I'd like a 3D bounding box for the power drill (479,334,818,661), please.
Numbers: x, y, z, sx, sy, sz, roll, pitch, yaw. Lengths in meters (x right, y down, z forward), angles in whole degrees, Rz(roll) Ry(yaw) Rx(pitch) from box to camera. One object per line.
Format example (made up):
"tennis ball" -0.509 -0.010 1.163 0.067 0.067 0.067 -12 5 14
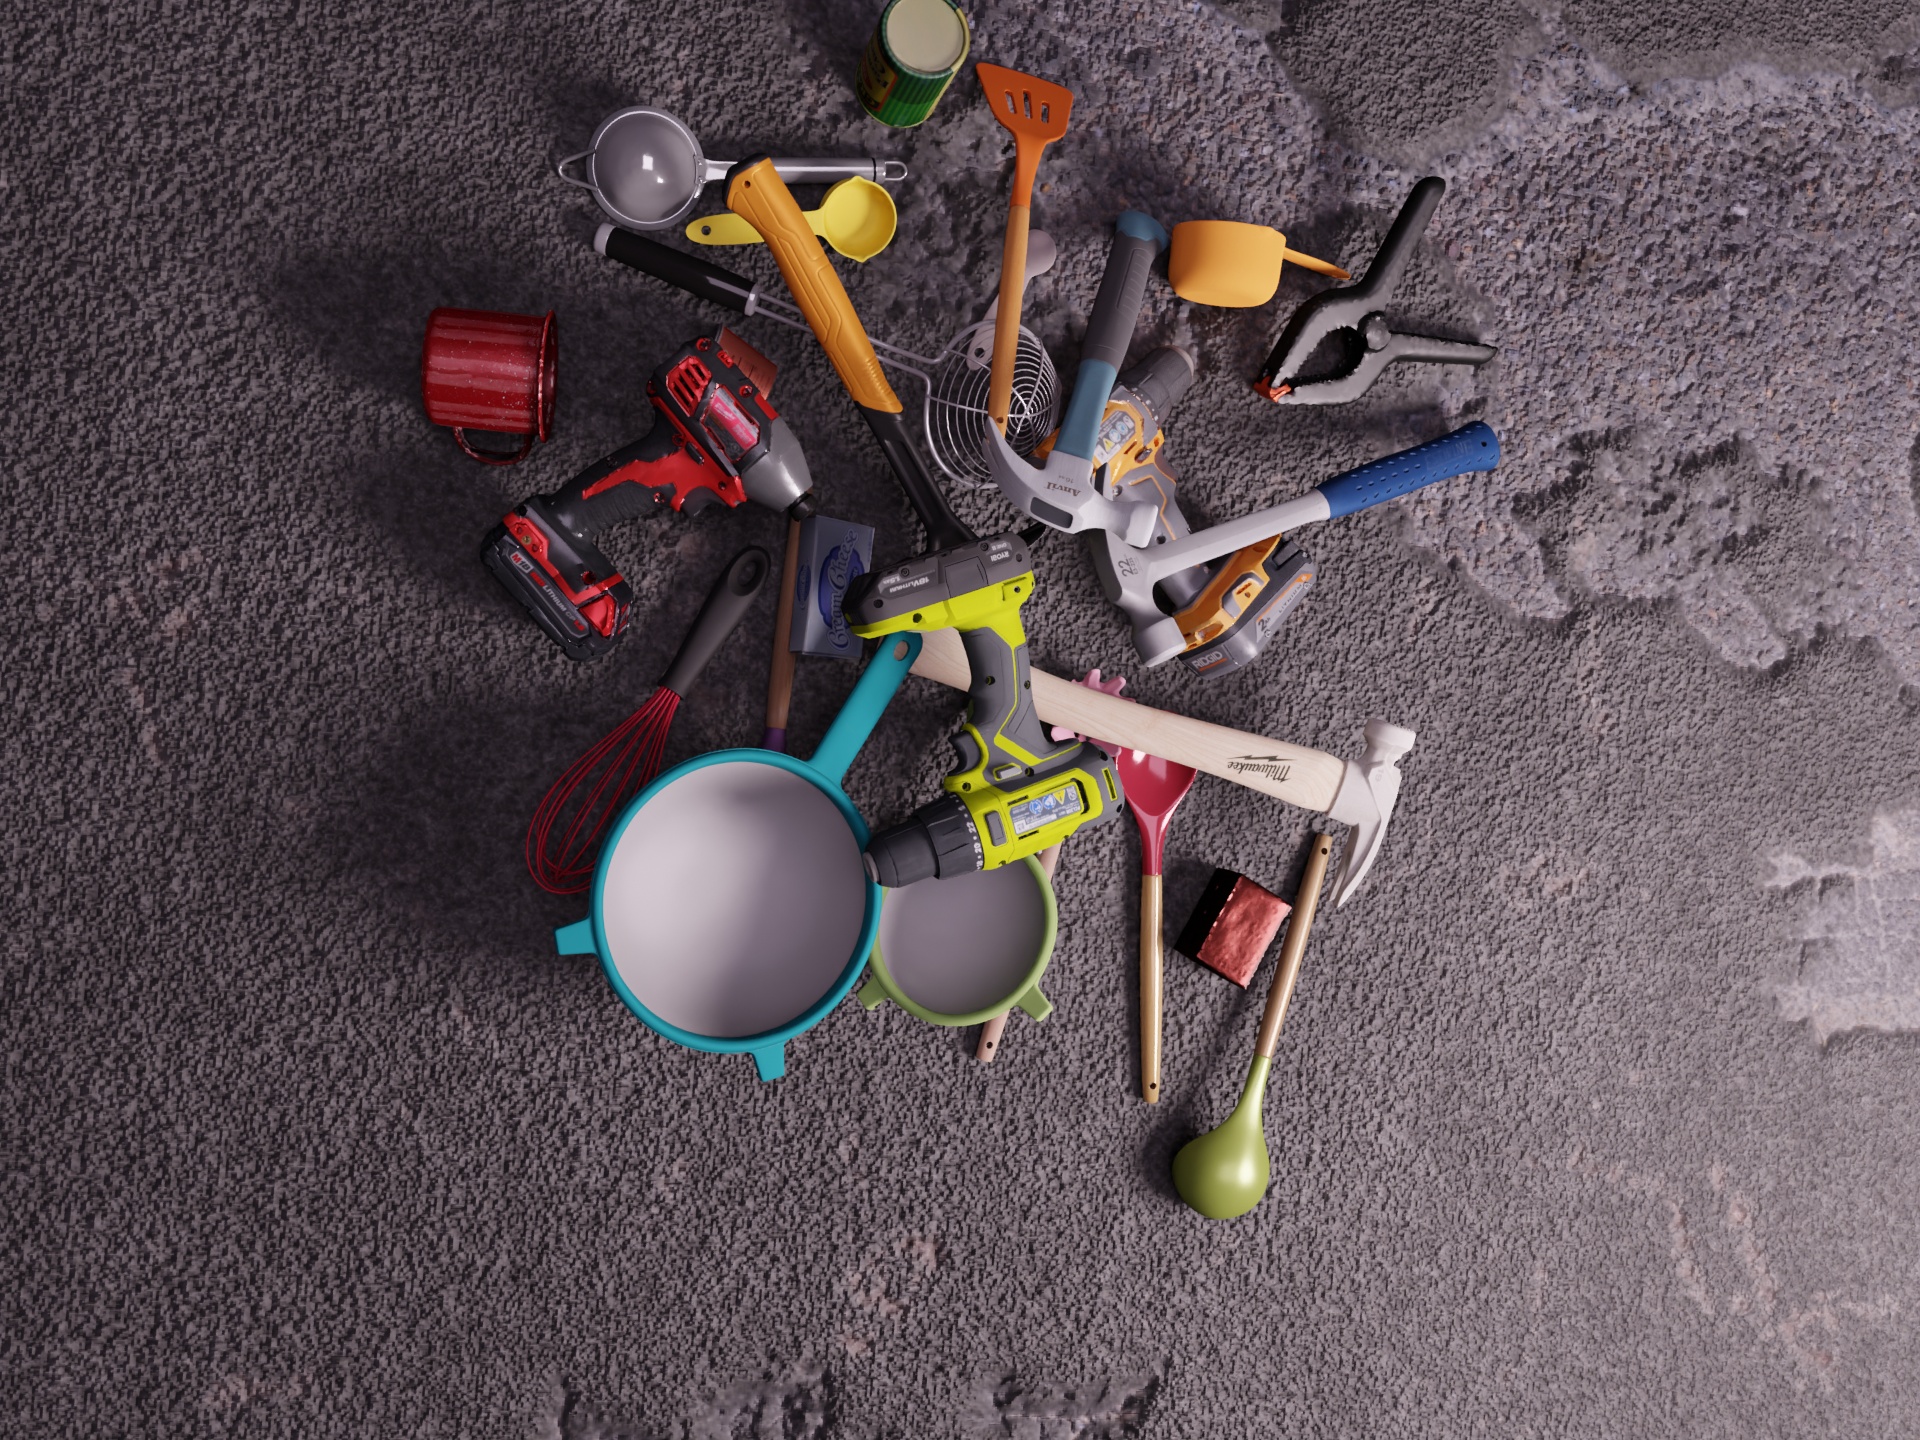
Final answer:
"power drill" -0.212 -0.147 1.113 0.219 0.078 0.143 -40 100 8

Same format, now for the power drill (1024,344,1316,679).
"power drill" 0.171 -0.168 1.228 0.226 0.084 0.185 47 62 -9

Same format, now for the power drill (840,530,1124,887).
"power drill" -0.002 -0.004 1.126 0.190 0.080 0.228 -19 98 -16

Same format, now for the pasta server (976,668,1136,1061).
"pasta server" 0.066 0.114 1.237 0.060 0.040 0.316 18 88 -4

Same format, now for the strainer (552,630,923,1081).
"strainer" -0.137 0.072 1.153 0.210 0.095 0.340 38 73 -22

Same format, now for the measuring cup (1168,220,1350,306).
"measuring cup" 0.240 -0.348 1.255 0.173 0.095 0.052 6 95 -32

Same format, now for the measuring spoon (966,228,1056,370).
"measuring spoon" 0.038 -0.326 1.230 0.034 0.018 0.124 29 85 -12

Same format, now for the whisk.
"whisk" -0.221 -0.004 1.160 0.073 0.073 0.296 33 77 -12

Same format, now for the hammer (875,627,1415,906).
"hammer" 0.130 0.013 1.206 0.410 0.038 0.146 18 94 -3

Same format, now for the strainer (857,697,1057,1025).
"strainer" 0.014 0.108 1.216 0.151 0.069 0.256 -1 71 21

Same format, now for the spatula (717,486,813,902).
"spatula" -0.138 -0.020 1.196 0.059 0.018 0.316 8 90 -12

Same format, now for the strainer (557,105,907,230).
"strainer" -0.163 -0.407 1.172 0.258 0.050 0.086 -6 108 -16

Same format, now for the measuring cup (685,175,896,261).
"measuring cup" -0.126 -0.370 1.180 0.156 0.029 0.062 -8 117 -11

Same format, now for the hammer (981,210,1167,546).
"hammer" 0.103 -0.262 1.152 0.128 0.033 0.331 16 53 2

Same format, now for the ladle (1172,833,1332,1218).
"ladle" 0.247 0.245 1.287 0.078 0.062 0.320 20 80 -11

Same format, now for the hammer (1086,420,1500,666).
"hammer" 0.263 -0.168 1.208 0.405 0.035 0.144 -22 83 -30

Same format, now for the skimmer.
"skimmer" -0.096 -0.286 1.195 0.363 0.090 0.127 22 93 -3

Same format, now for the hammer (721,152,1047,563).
"hammer" -0.063 -0.248 1.137 0.127 0.034 0.336 -22 112 22

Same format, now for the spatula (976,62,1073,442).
"spatula" 0.039 -0.352 1.179 0.081 0.041 0.323 10 75 -16

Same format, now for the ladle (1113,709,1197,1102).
"ladle" 0.154 0.148 1.265 0.069 0.031 0.315 0 93 -6
